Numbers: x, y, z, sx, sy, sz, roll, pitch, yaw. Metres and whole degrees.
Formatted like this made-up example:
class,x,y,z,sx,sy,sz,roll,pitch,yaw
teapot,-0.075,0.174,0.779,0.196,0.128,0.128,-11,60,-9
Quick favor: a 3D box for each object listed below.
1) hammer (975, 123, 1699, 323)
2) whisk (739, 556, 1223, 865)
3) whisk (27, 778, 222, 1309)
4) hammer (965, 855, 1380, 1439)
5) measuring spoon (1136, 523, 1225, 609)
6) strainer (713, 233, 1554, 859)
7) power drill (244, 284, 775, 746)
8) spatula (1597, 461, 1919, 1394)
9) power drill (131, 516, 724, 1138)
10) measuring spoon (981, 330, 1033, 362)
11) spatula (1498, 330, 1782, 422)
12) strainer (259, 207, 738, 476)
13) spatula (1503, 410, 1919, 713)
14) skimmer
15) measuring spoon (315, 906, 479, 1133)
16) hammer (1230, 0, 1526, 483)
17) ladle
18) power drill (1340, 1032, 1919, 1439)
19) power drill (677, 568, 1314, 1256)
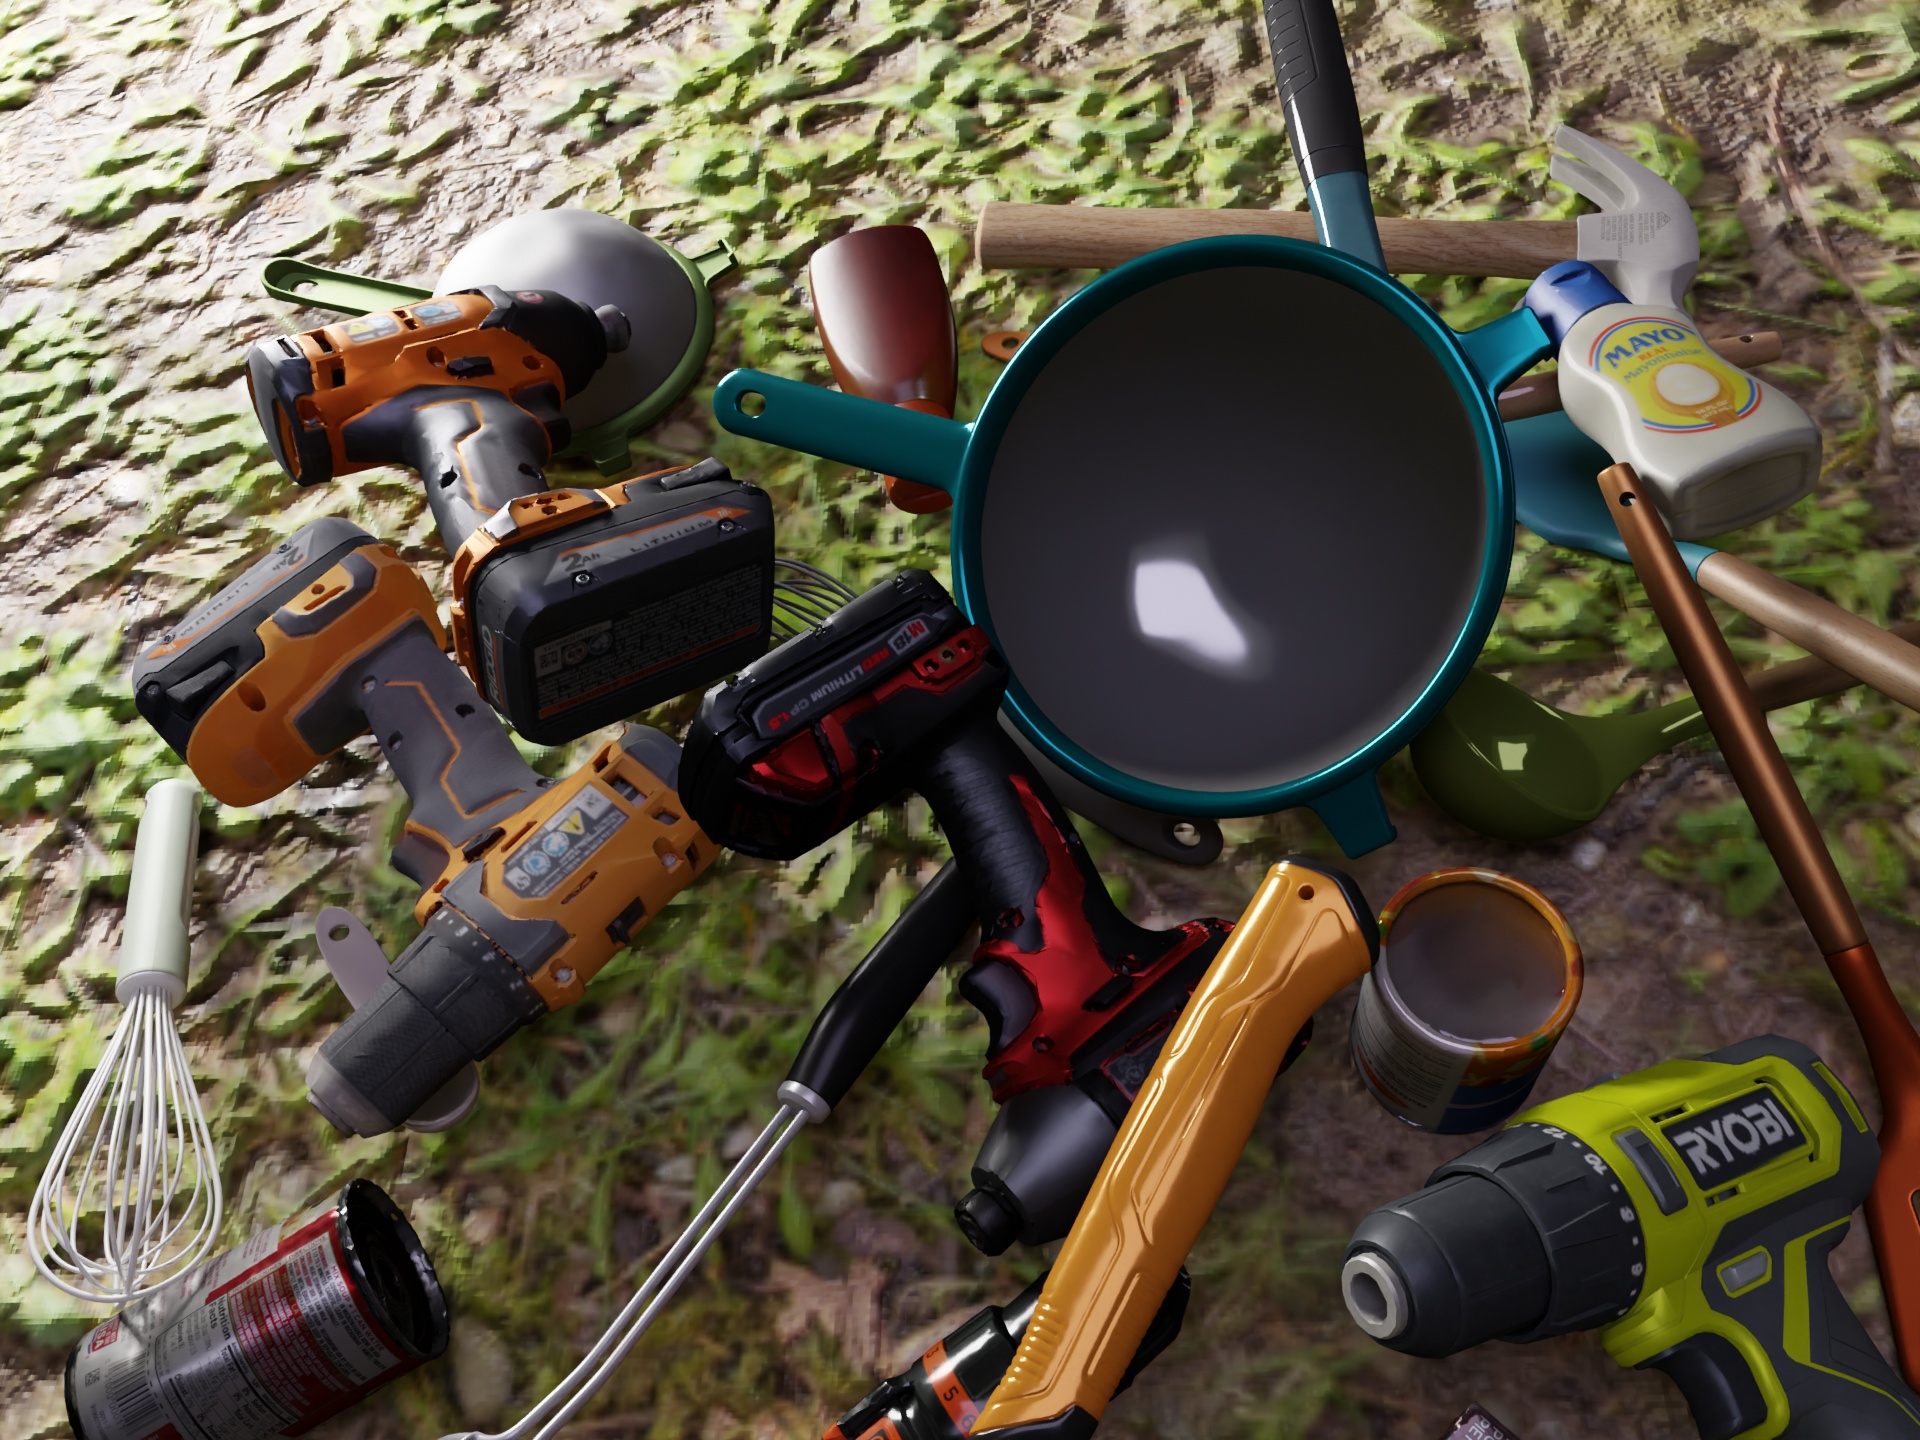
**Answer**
class,x,y,z,sx,sy,sz,roll,pitch,yaw
hammer,0.172,-0.228,0.756,0.331,0.031,0.130,6,62,12
whisk,-0.002,-0.001,0.645,0.239,0.055,0.055,28,68,17
whisk,-0.308,0.110,0.606,0.059,0.057,0.247,3,40,-23
hammer,0.025,0.177,0.452,0.127,0.034,0.337,23,65,25
measuring spoon,0.137,-0.071,0.674,0.128,0.021,0.042,0,60,11
strainer,0.055,-0.088,0.640,0.340,0.095,0.211,20,98,28
power drill,-0.168,-0.103,0.647,0.164,0.084,0.227,-26,53,-30
spatula,0.288,0.054,0.535,0.081,0.041,0.323,-26,74,24
power drill,-0.228,0.039,0.633,0.226,0.084,0.185,35,66,20
measuring spoon,0.065,-0.174,0.752,0.117,0.011,0.021,11,63,15
spatula,0.193,-0.129,0.693,0.316,0.018,0.060,-11,46,7
strainer,-0.250,-0.218,0.792,0.256,0.069,0.152,14,63,15
spatula,0.293,-0.055,0.586,0.082,0.044,0.318,-22,30,-5
skimmer,-0.078,0.197,0.546,0.127,0.090,0.363,7,46,42
measuring spoon,-0.226,0.118,0.630,0.034,0.018,0.124,-30,53,-23
hammer,0.170,-0.255,0.732,0.128,0.033,0.331,-7,62,8
ladle,0.322,-0.024,0.602,0.320,0.062,0.078,-17,49,-4
power drill,0.224,0.208,0.437,0.190,0.080,0.229,-8,56,-30
power drill,0.005,0.068,0.552,0.143,0.078,0.220,-35,77,-27
